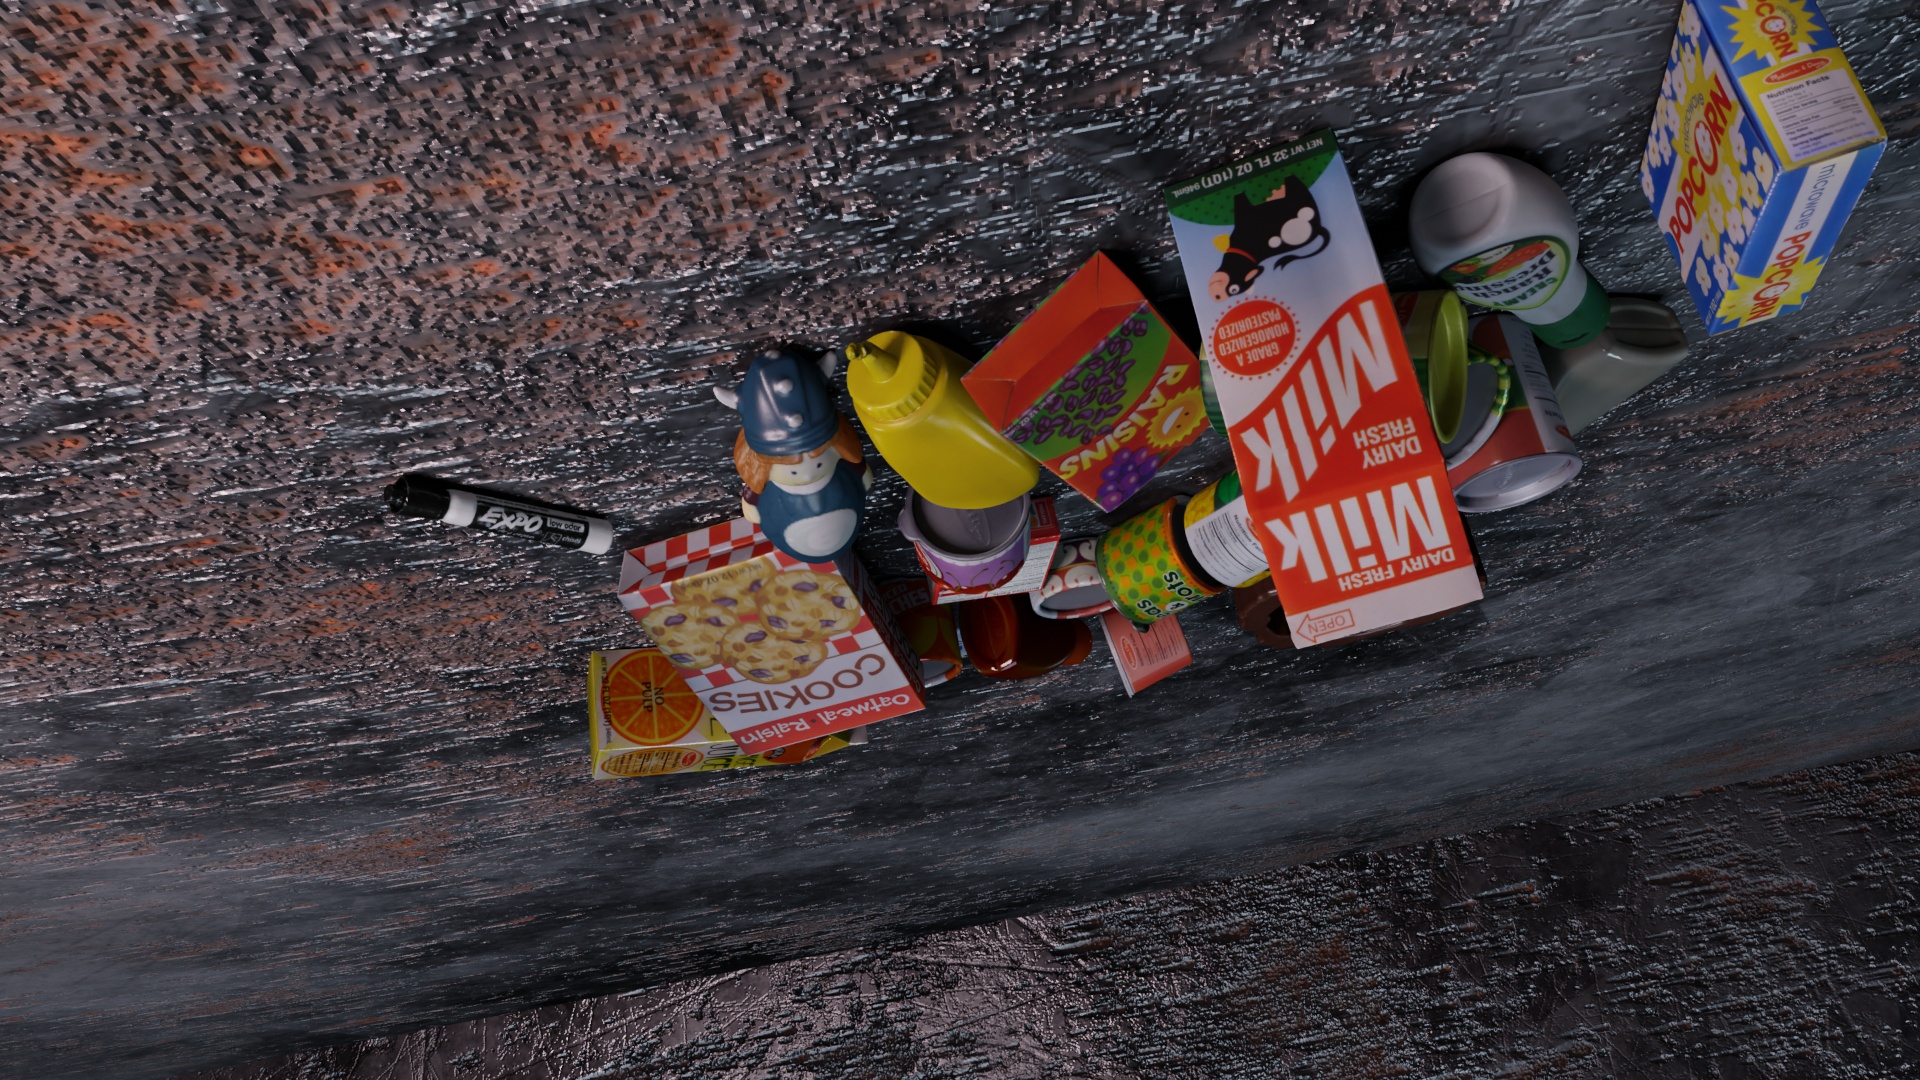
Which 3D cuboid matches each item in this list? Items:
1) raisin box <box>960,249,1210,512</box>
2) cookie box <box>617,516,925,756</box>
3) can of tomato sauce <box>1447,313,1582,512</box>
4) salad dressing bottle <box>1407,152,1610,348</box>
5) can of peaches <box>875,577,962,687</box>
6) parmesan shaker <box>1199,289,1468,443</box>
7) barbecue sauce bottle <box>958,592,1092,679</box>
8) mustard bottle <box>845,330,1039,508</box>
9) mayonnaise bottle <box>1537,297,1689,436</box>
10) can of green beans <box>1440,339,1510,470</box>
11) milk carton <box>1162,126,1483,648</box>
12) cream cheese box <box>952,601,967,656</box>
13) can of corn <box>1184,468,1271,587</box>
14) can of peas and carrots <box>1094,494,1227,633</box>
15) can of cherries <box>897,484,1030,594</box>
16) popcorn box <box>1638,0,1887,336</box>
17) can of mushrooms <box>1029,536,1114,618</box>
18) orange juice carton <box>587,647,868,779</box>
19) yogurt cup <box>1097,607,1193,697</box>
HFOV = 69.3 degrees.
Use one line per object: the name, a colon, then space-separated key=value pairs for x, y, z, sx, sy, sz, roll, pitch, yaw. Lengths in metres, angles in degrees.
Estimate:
raisin box: x=0.068 y=-0.069 z=0.643 sx=0.086 sy=0.040 sz=0.123 roll=-43 pitch=149 yaw=11
cookie box: x=-0.106 y=0.055 z=0.824 sx=0.123 sy=0.040 sz=0.166 roll=-16 pitch=135 yaw=11
can of tomato sauce: x=0.273 y=-0.065 z=0.721 sx=0.071 sy=0.083 sz=0.071 roll=-9 pitch=157 yaw=-4
salad dressing bottle: x=0.251 y=-0.124 z=0.622 sx=0.064 sy=0.044 sz=0.148 roll=-20 pitch=156 yaw=36
can of peaches: x=-0.035 y=0.063 z=0.922 sx=0.071 sy=0.058 sz=0.071 roll=-9 pitch=158 yaw=-4
parmesan shaker: x=0.169 y=-0.079 z=0.627 sx=0.103 sy=0.071 sz=0.071 roll=3 pitch=167 yaw=33
barbecue sauce bottle: x=0.050 y=0.066 z=0.968 sx=0.043 sy=0.065 sz=0.148 roll=-19 pitch=165 yaw=23
mustard bottle: x=-0.013 y=-0.061 z=0.650 sx=0.065 sy=0.049 sz=0.160 roll=-16 pitch=156 yaw=18
mayonnaise bottle: x=0.326 y=-0.079 z=0.769 sx=0.065 sy=0.041 sz=0.147 roll=-1 pitch=157 yaw=-19
can of green beans: x=0.223 y=-0.074 z=0.677 sx=0.071 sy=0.058 sz=0.071 roll=-18 pitch=130 yaw=-22
milk carton: x=0.141 y=-0.056 z=0.543 sx=0.072 sy=0.191 sz=0.073 roll=-18 pitch=156 yaw=16
cream cheese box: x=-0.030 y=0.072 z=0.991 sx=0.103 sy=0.024 sz=0.053 roll=-21 pitch=156 yaw=23
can of corn: x=0.178 y=-0.013 z=0.829 sx=0.071 sy=0.071 sz=0.058 roll=6 pitch=153 yaw=-34
can of peas and carrots: x=0.127 y=0.014 z=0.862 sx=0.058 sy=0.071 sz=0.071 roll=-29 pitch=151 yaw=36
can of cherries: x=0.003 y=-0.009 z=0.756 sx=0.071 sy=0.072 sz=0.058 roll=-10 pitch=159 yaw=-1
popcorn box: x=0.304 y=-0.147 z=0.537 sx=0.038 sy=0.085 sz=0.126 roll=-16 pitch=156 yaw=12
can of mushrooms: x=0.079 y=0.025 z=0.915 sx=0.071 sy=0.033 sz=0.070 roll=-9 pitch=157 yaw=-4
orange juice carton: x=-0.161 y=0.117 z=0.976 sx=0.193 sy=0.072 sz=0.072 roll=-2 pitch=156 yaw=-19
yogurt cup: x=0.136 y=0.073 z=1.018 sx=0.054 sy=0.072 sz=0.072 roll=-21 pitch=156 yaw=5
